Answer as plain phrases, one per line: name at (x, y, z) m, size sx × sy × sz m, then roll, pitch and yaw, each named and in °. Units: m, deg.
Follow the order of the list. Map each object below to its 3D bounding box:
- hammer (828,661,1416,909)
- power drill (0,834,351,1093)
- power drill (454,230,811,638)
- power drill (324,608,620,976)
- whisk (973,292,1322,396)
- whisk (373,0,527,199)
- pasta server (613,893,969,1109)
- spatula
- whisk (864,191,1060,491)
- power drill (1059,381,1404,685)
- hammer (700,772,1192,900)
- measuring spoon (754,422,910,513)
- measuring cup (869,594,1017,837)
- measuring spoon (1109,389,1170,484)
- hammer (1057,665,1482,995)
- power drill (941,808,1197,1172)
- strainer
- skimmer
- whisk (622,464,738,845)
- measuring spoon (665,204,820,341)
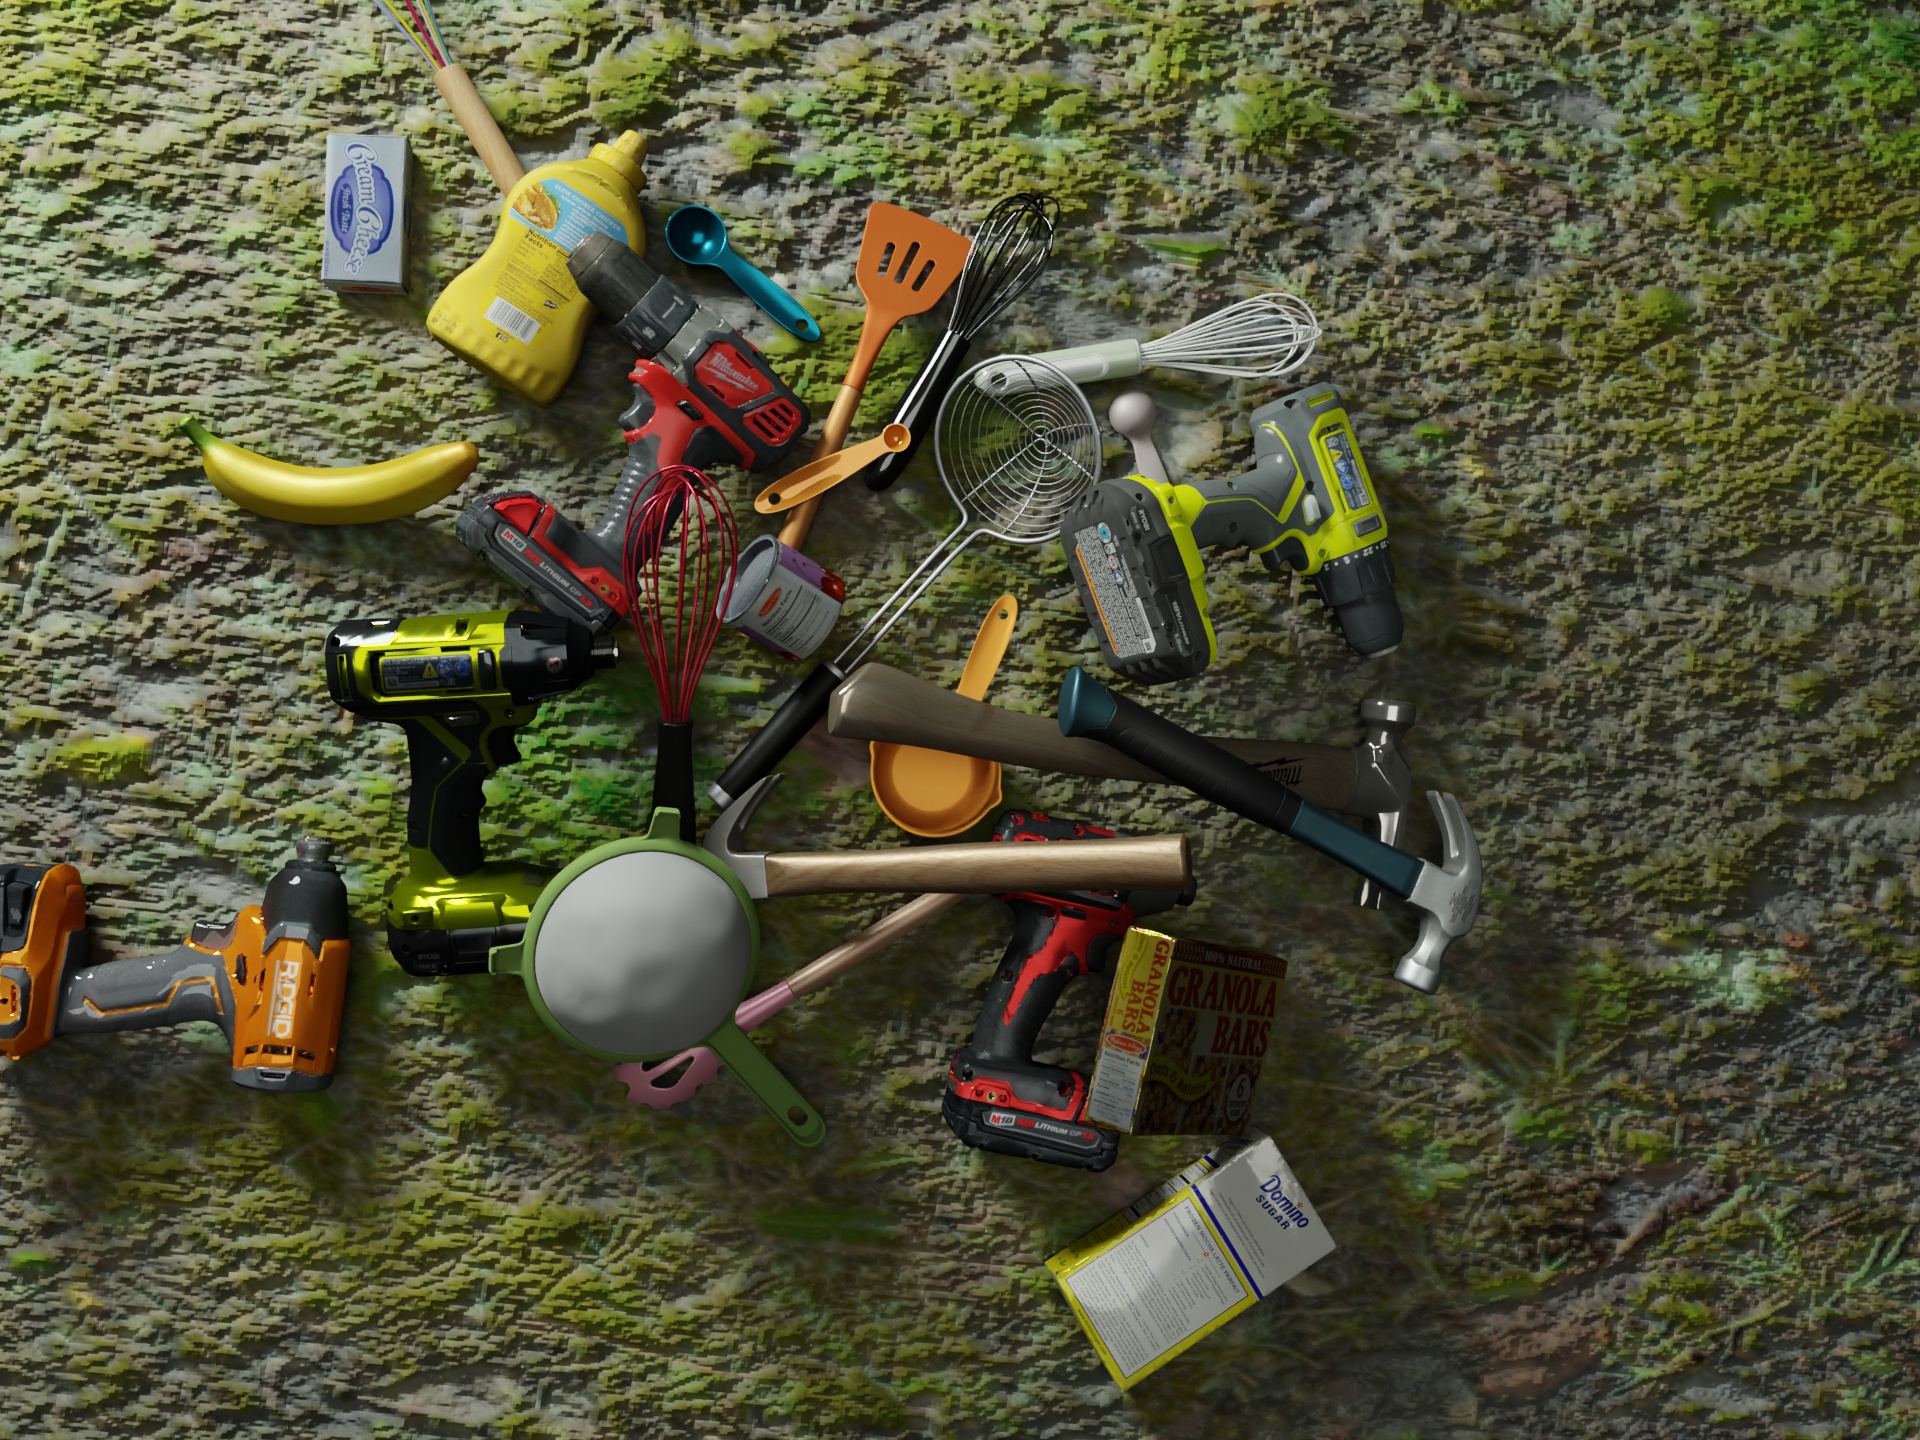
hammer at (0.113, 0.032, 1.064) m, size 0.410 × 0.038 × 0.146 m, roll 8°, pitch 87°, yaw -15°
power drill at (-0.510, 0.146, 1.020) m, size 0.226 × 0.084 × 0.164 m, roll 8°, pitch 86°, yaw -9°
power drill at (-0.231, -0.184, 1.039) m, size 0.187 × 0.080 × 0.227 m, roll 43°, pitch 82°, yaw -21°
power drill at (-0.296, 0.042, 1.008) m, size 0.171 × 0.080 × 0.223 m, roll -3°, pitch 107°, yaw -5°
whisk at (0.131, -0.255, 1.111) m, size 0.246 × 0.059 × 0.057 m, roll -9°, pitch 116°, yaw -1°
whisk at (-0.357, -0.461, 1.082) m, size 0.051 × 0.047 × 0.245 m, roll -30°, pitch 95°, yaw 6°
pasta server at (-0.092, 0.168, 1.082) m, size 0.316 × 0.040 × 0.060 m, roll -30°, pitch 90°, yaw -10°
spatula at (-0.083, -0.205, 1.101) m, size 0.081 × 0.041 × 0.322 m, roll 23°, pitch 90°, yaw -3°
whisk at (-0.001, -0.262, 1.099) m, size 0.055 × 0.055 × 0.239 m, roll 30°, pitch 90°, yaw -3°
power drill at (0.196, -0.107, 1.066) m, size 0.228 × 0.080 × 0.190 m, roll -23°, pitch 95°, yaw -28°
hammer at (-0.017, 0.094, 1.024) m, size 0.331 × 0.031 × 0.130 m, roll -4°, pitch 93°, yaw 18°
measuring spoon at (-0.087, -0.170, 1.079) m, size 0.117 × 0.011 × 0.021 m, roll -27°, pitch 97°, yaw 1°
measuring cup at (-0.002, -0.003, 1.084) m, size 0.095 × 0.052 × 0.173 m, roll 24°, pitch 84°, yaw -3°
measuring spoon at (0.137, -0.175, 1.119) m, size 0.034 × 0.018 × 0.124 m, roll -18°, pitch 90°, yaw -6°
hammer at (0.207, 0.058, 1.053) m, size 0.331 × 0.033 × 0.128 m, roll 28°, pitch 85°, yaw -13°
power drill at (0.072, 0.178, 1.063) m, size 0.143 × 0.078 × 0.220 m, roll 13°, pitch 87°, yaw -7°
strainer at (-0.163, 0.191, 1.005) m, size 0.151 × 0.069 × 0.256 m, roll -41°, pitch 110°, yaw -7°
skimmer at (-0.048, -0.084, 1.062) m, size 0.127 × 0.090 × 0.363 m, roll 41°, pitch 86°, yaw 11°
whisk at (-0.183, -0.019, 1.024) m, size 0.073 × 0.073 × 0.295 m, roll 4°, pitch 112°, yaw -5°
measuring spoon at (-0.150, -0.305, 1.105) m, size 0.128 × 0.021 × 0.042 m, roll 39°, pitch 78°, yaw -11°
